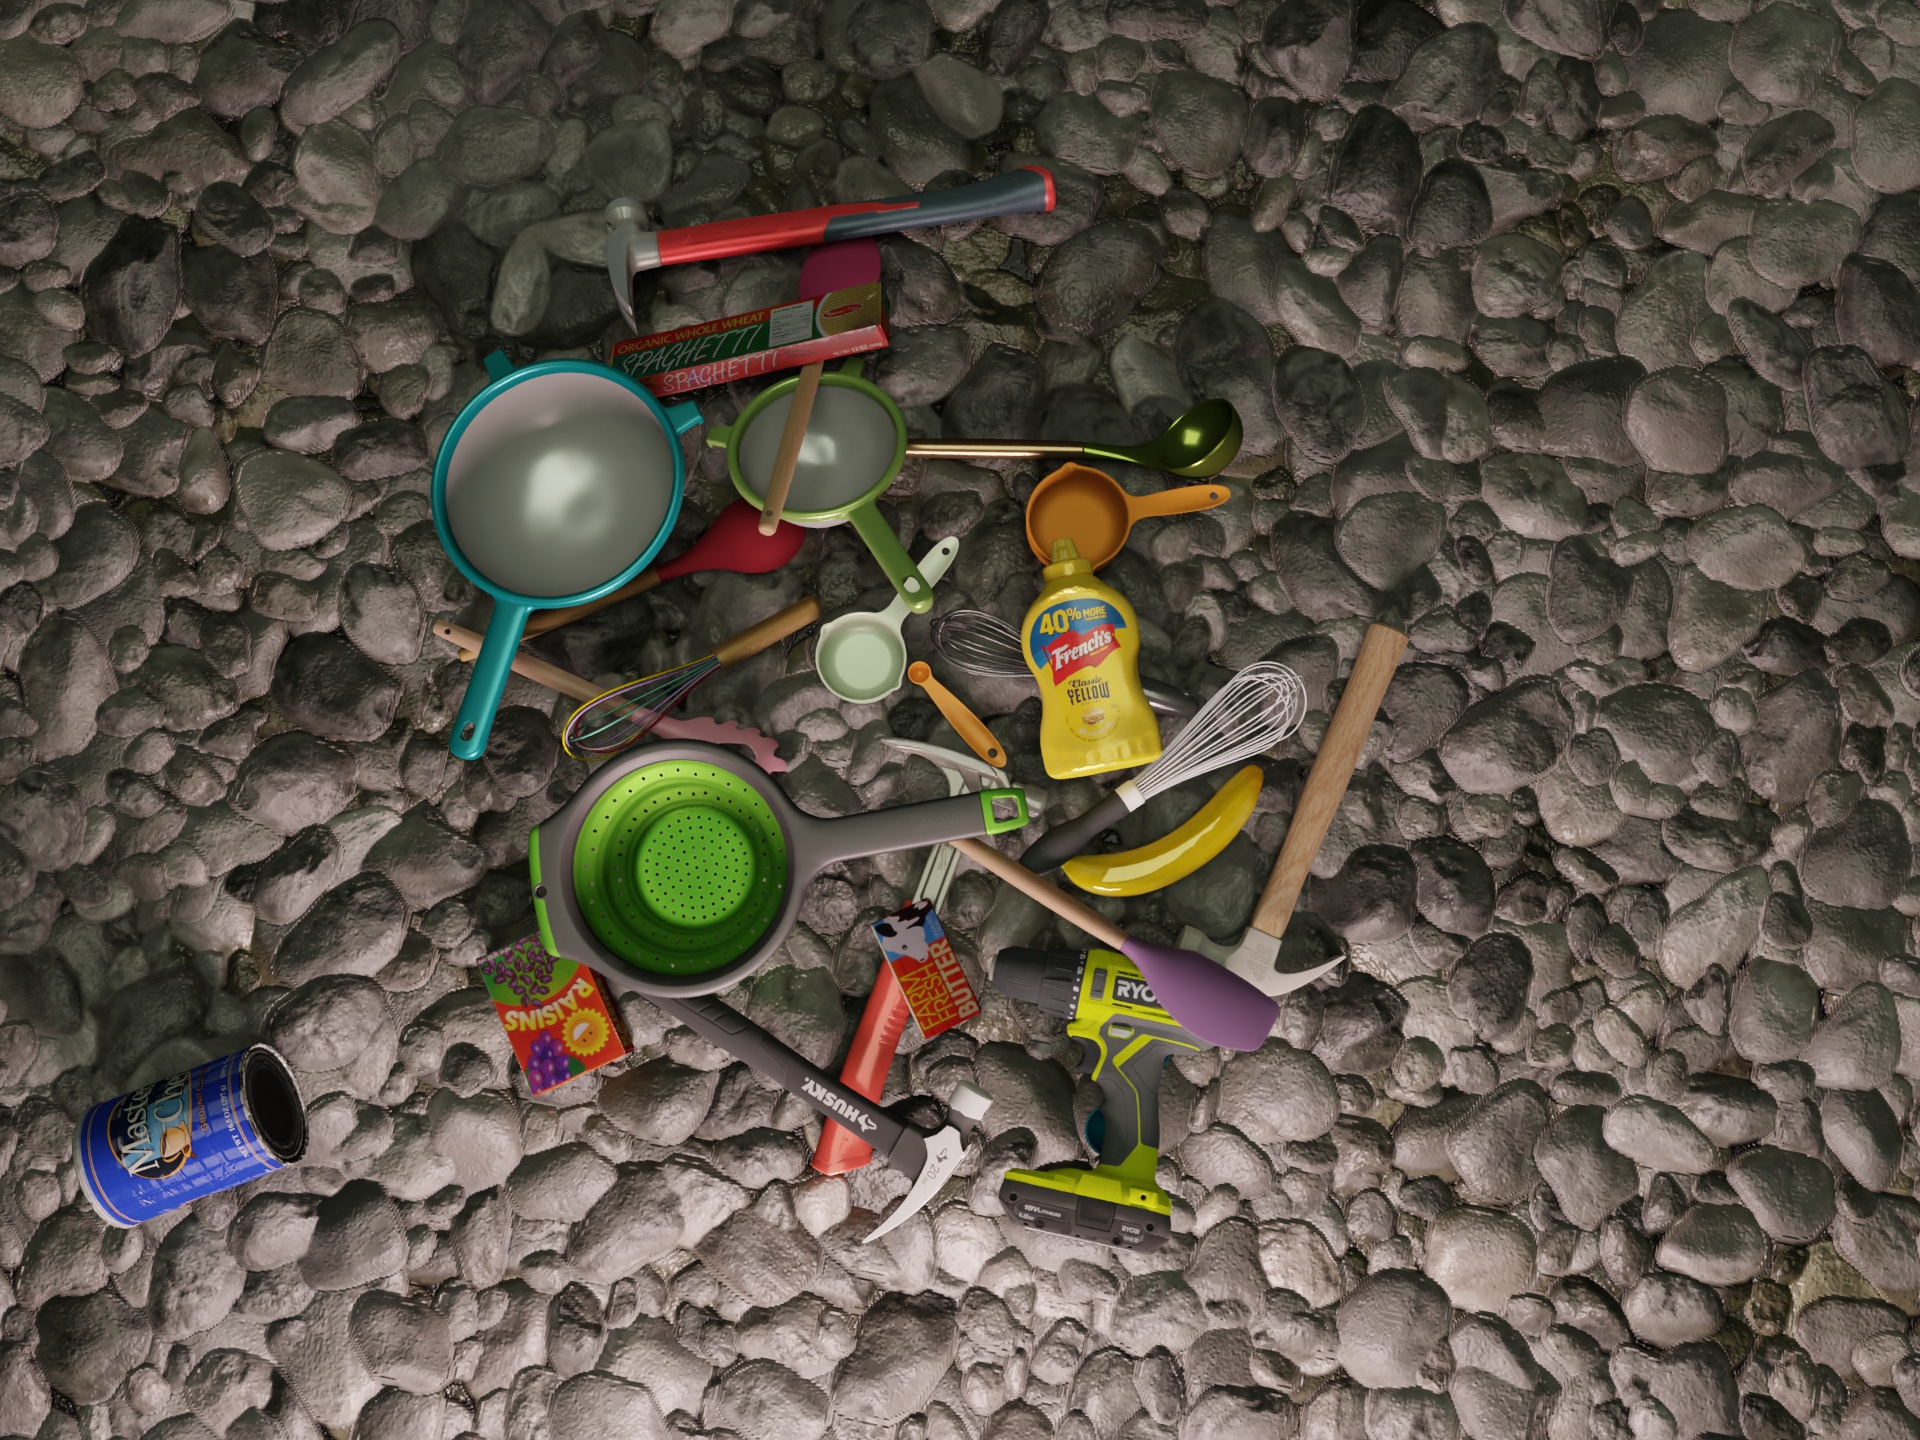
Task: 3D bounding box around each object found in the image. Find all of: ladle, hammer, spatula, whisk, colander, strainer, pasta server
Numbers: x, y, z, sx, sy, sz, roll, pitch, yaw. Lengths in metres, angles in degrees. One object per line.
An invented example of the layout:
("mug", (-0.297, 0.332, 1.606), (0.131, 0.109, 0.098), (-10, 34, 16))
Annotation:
("ladle", (0.078, -0.240, 1.353), (0.320, 0.062, 0.078), (1, 47, 4))
("hammer", (-0.107, -0.415, 1.357), (0.386, 0.038, 0.143), (-10, 55, -4))
("spatula", (0.108, 0.166, 1.275), (0.316, 0.018, 0.060), (32, 75, 11))
("hammer", (0.300, 0.074, 1.331), (0.130, 0.031, 0.331), (24, 85, 3))
("whisk", (0.087, -0.044, 1.338), (0.239, 0.055, 0.055), (17, 85, -2))
("colander", (-0.142, 0.105, 1.297), (0.397, 0.094, 0.204), (-10, 84, -1))
("strainer", (-0.341, -0.126, 1.317), (0.211, 0.095, 0.340), (16, 83, 8))
("ladle", (-0.281, -0.116, 1.356), (0.315, 0.031, 0.069), (-23, 83, 0))
("pasta server", (-0.296, -0.016, 1.337), (0.316, 0.040, 0.060), (24, 85, 3))
("hammer", (-0.055, 0.198, 1.318), (0.149, 0.036, 0.359), (20, 84, 2))
("strainer", (-0.089, -0.175, 1.316), (0.151, 0.069, 0.257), (-29, 65, -9))
("hammer", (-0.150, 0.280, 1.283), (0.335, 0.035, 0.146), (30, 88, 13))
("whisk", (0.166, 0.044, 1.312), (0.284, 0.070, 0.070), (-35, 85, -3))
("whisk", (-0.220, -0.037, 1.316), (0.245, 0.051, 0.047), (-31, 95, -21))

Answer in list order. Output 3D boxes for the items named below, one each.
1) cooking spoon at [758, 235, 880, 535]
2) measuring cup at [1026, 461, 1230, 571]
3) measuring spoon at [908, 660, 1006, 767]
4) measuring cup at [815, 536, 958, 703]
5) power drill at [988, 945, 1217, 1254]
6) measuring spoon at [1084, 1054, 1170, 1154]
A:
("cooking spoon", (-0.125, -0.290, 1.327), (0.069, 0.017, 0.319), (9, 65, 5))
("measuring cup", (0.140, -0.173, 1.348), (0.173, 0.052, 0.095), (-10, 84, -3))
("measuring spoon", (-0.002, -0.004, 1.353), (0.021, 0.011, 0.117), (-42, 89, -4))
("measuring cup", (-0.055, -0.087, 1.347), (0.083, 0.038, 0.167), (38, 84, 4))
("power drill", (0.101, 0.295, 1.274), (0.190, 0.080, 0.229), (11, 72, 6))
("measuring spoon", (0.147, 0.304, 1.319), (0.042, 0.021, 0.129), (31, 76, 12))
